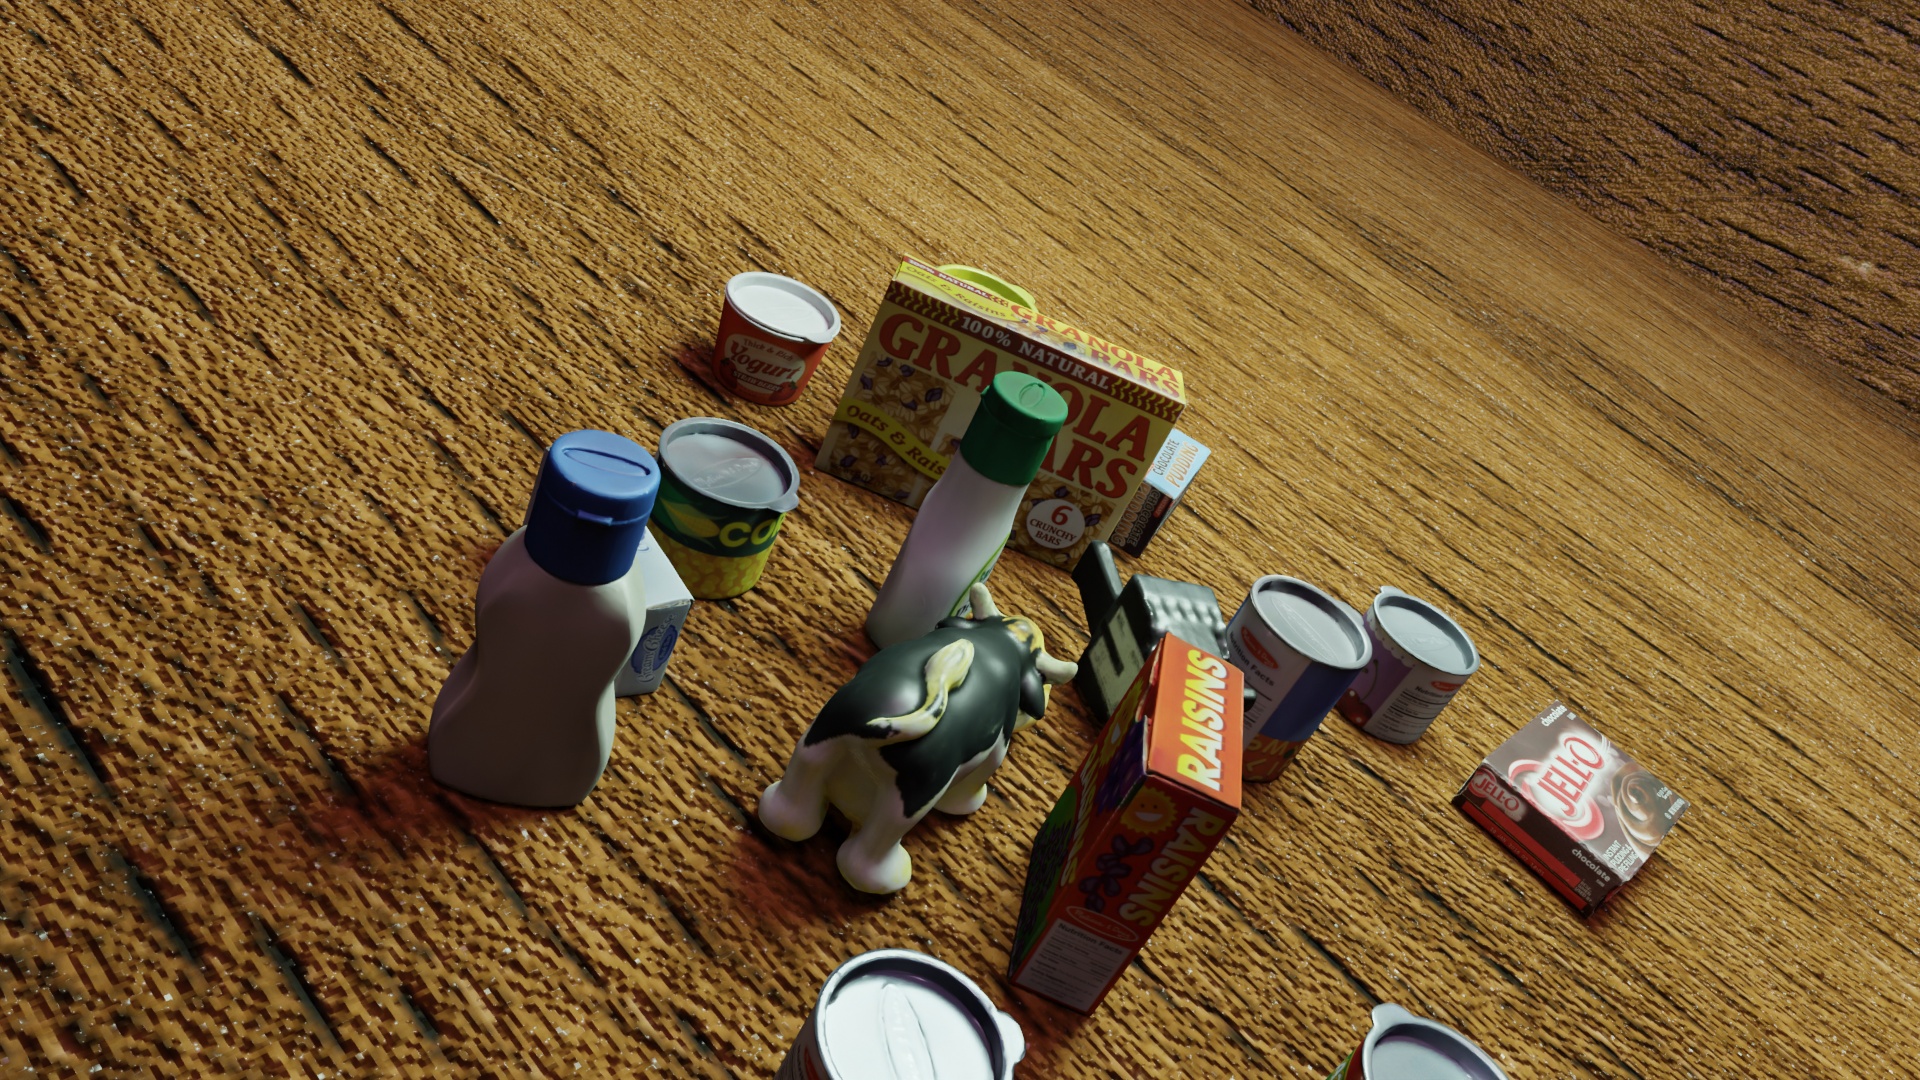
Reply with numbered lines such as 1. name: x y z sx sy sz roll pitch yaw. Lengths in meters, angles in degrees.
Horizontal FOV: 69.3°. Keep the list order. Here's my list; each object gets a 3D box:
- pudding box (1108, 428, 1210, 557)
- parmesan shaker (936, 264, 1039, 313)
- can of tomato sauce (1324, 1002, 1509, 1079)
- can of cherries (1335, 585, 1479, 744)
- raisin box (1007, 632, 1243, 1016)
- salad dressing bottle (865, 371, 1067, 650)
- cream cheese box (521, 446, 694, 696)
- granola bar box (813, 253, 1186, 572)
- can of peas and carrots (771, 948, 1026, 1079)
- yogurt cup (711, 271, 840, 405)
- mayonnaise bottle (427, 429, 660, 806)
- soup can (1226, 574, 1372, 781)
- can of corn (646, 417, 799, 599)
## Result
1. pudding box: 0.119 -0.030 0.845 0.030 0.049 0.084 33 33 9
2. parmesan shaker: -0.003 -0.098 0.805 0.071 0.102 0.072 19 33 -13
3. can of tomato sauce: 0.146 0.216 0.484 0.071 0.082 0.071 19 33 -13
4. can of cherries: 0.247 0.070 0.785 0.071 0.058 0.072 19 33 -13
5. raisin box: 0.064 0.109 0.539 0.040 0.122 0.086 25 32 -2
6. salad dressing bottle: 0.002 -0.008 0.639 0.044 0.147 0.064 30 32 5
7. cream cheese box: -0.152 0.012 0.589 0.024 0.053 0.104 -7 45 -41
8. granola bar box: 0.020 -0.065 0.754 0.165 0.123 0.039 22 32 -7
9. can of peas and carrots: -0.022 0.175 0.444 0.071 0.058 0.071 19 33 -13
10. yogurt cup: -0.109 -0.114 0.798 0.072 0.053 0.073 19 33 -13
11. mayonnaise bottle: -0.141 0.030 0.482 0.065 0.147 0.041 15 34 -18
12. soup can: 0.158 0.070 0.699 0.071 0.083 0.072 19 33 -13
13. can of corn: -0.114 -0.013 0.647 0.071 0.058 0.071 19 33 -13
